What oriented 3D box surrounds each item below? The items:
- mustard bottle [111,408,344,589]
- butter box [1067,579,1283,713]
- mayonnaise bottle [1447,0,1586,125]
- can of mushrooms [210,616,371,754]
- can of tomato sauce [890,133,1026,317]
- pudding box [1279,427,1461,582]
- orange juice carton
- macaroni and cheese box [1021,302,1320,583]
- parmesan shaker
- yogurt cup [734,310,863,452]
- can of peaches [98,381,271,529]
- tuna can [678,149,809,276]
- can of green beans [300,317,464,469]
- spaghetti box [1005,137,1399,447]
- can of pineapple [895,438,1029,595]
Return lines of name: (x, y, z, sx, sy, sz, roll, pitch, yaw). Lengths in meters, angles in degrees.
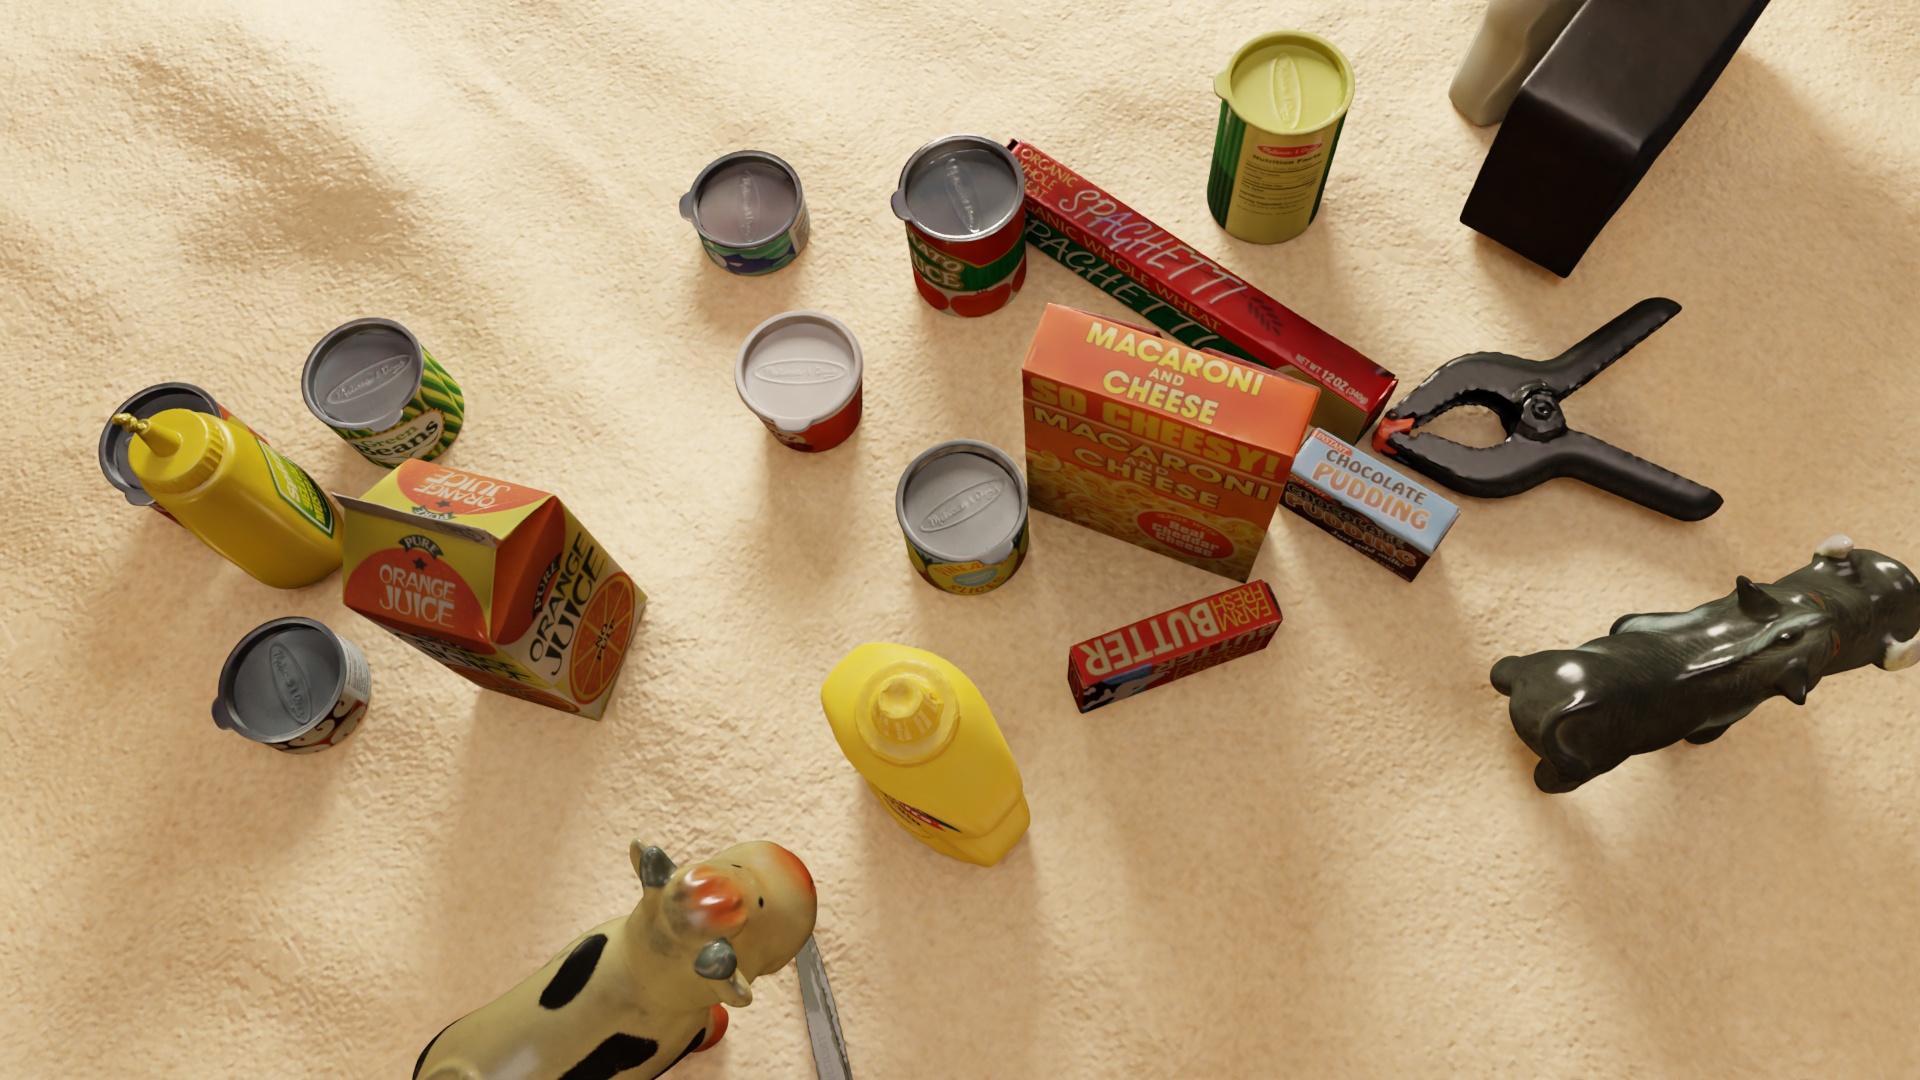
mustard bottle: (-0.362, -0.026, 0.687, 0.049, 0.159, 0.065, -30, 71, -7)
butter box: (0.104, 0.053, 0.685, 0.103, 0.053, 0.024, -19, 70, -3)
mayonnaise bottle: (0.311, -0.290, 0.749, 0.065, 0.147, 0.041, -34, 71, -8)
can of mushrooms: (-0.344, 0.076, 0.715, 0.071, 0.033, 0.071, -1, 70, 3)
can of tomato sauce: (0.001, -0.169, 0.758, 0.071, 0.083, 0.071, -1, 70, 3)
pudding box: (0.206, -0.018, 0.706, 0.084, 0.049, 0.030, 33, 75, 15)
orange juice carton: (-0.215, 0.021, 0.643, 0.072, 0.192, 0.073, 14, 72, 9)
macaroni and cheese box: (0.093, -0.042, 0.660, 0.124, 0.166, 0.040, 20, 73, 11)
parmesan shaker: (0.168, -0.216, 0.755, 0.071, 0.102, 0.071, -1, 70, 3)
yogurt cup: (-0.083, -0.082, 0.747, 0.072, 0.053, 0.072, -1, 70, 3)
can of peaches: (-0.417, -0.042, 0.751, 0.071, 0.058, 0.071, -1, 70, 3)
tuna can: (-0.123, -0.188, 0.800, 0.071, 0.032, 0.071, -1, 70, 3)
can of green beans: (-0.314, -0.079, 0.758, 0.071, 0.057, 0.071, -1, 70, 3)
spaghetti box: (0.120, -0.136, 0.756, 0.250, 0.050, 0.029, 36, 76, 15)
can of pineapple: (0.003, -0.009, 0.712, 0.071, 0.057, 0.071, -1, 70, 3)
